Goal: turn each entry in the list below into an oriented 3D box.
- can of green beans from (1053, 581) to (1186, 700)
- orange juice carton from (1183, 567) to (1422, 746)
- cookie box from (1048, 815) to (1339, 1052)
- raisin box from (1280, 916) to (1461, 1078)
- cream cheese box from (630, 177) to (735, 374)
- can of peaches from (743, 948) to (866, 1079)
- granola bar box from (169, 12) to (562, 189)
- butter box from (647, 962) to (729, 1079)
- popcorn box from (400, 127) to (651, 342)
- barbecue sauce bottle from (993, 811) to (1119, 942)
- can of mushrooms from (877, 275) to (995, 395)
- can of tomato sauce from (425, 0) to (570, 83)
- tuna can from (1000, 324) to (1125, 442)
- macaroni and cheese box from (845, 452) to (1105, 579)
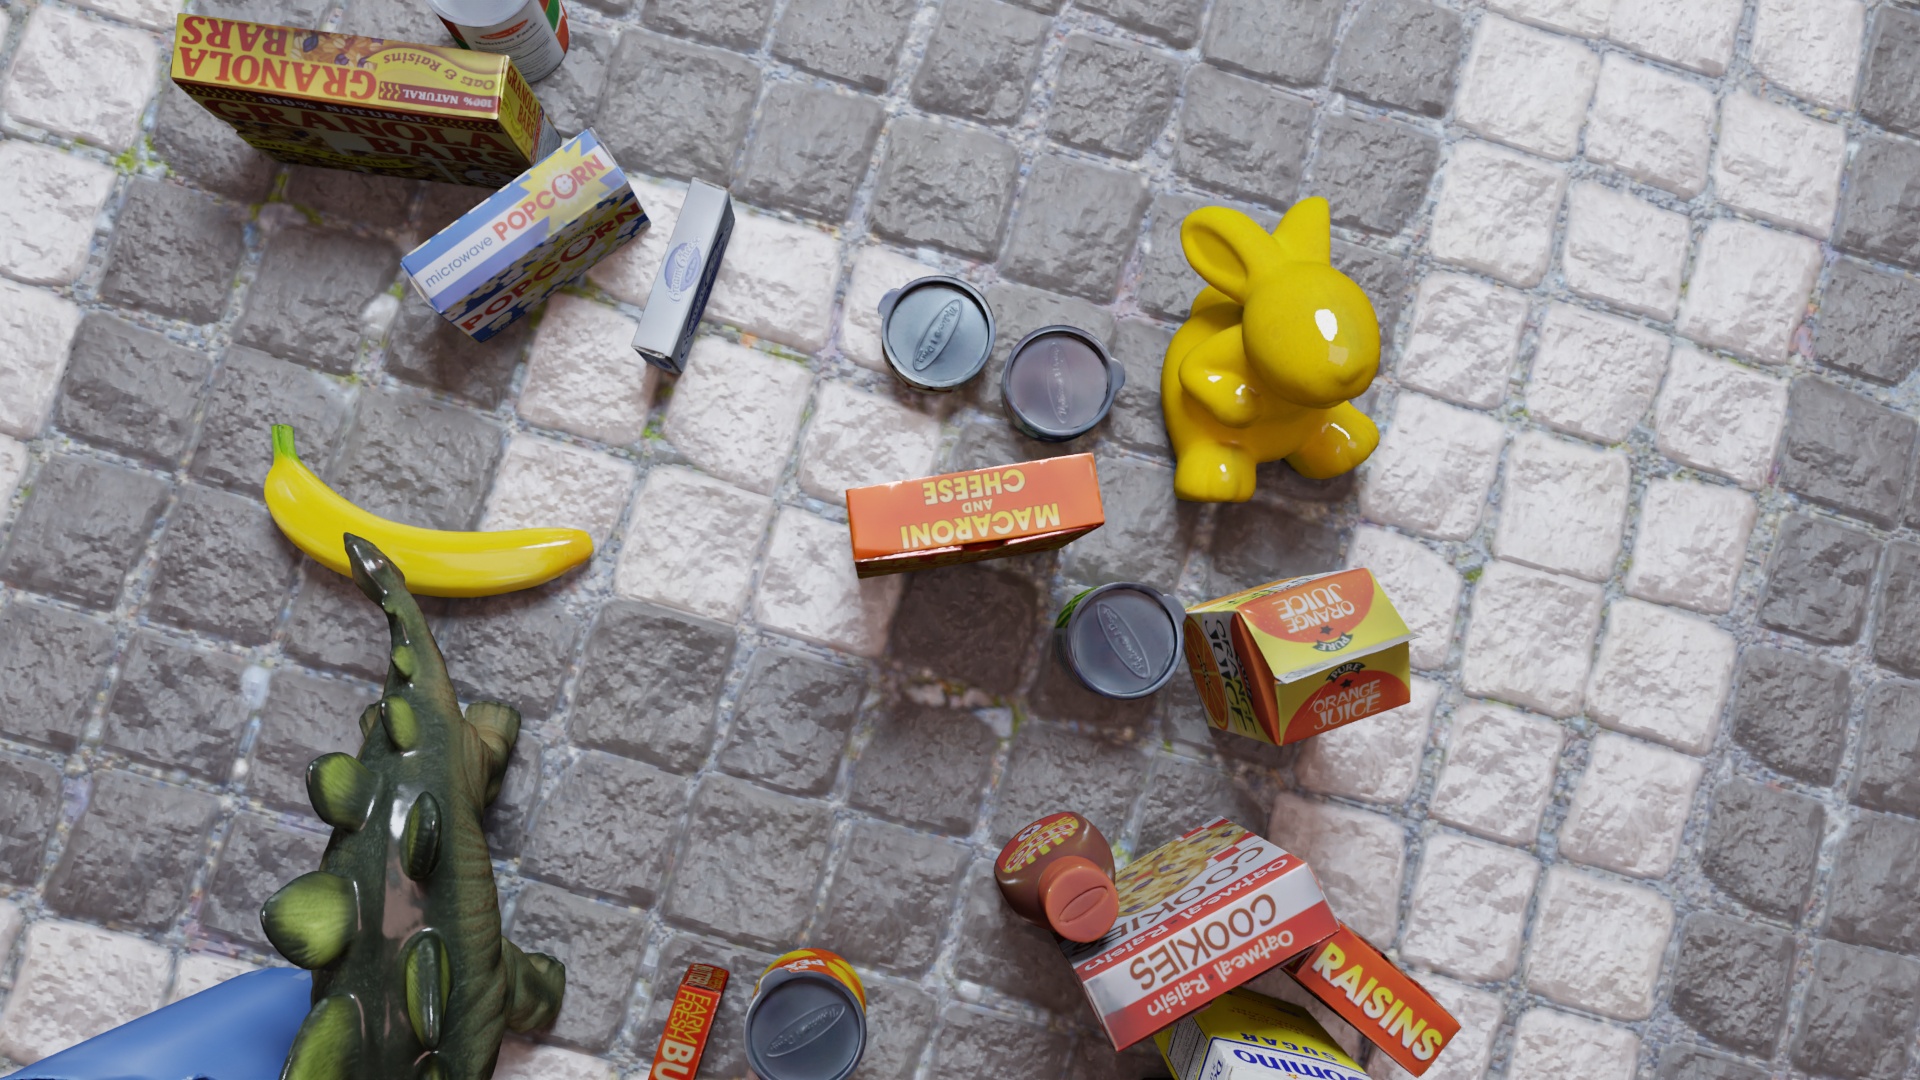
[{"bbox_3d":[0.089,0.057,0.797,0.071,0.058,0.071,0,86,-4],"label":"can of green beans"},{"bbox_3d":[0.176,0.061,0.735,0.072,0.192,0.073,-17,87,-5],"label":"orange juice carton"},{"bbox_3d":[0.114,0.202,0.733,0.123,0.167,0.040,-27,88,-5],"label":"cookie box"},{"bbox_3d":[0.206,0.235,0.758,0.086,0.123,0.040,41,85,0],"label":"raisin box"},{"bbox_3d":[-0.158,-0.150,0.799,0.024,0.053,0.104,19,85,-2],"label":"cream cheese box"},{"bbox_3d":[-0.086,0.263,0.770,0.071,0.058,0.071,0,86,-4],"label":"can of peaches"},{"bbox_3d":[-0.317,-0.234,0.760,0.166,0.124,0.039,6,86,-3],"label":"granola bar box"},{"bbox_3d":[-0.156,0.289,0.765,0.024,0.053,0.103,18,85,-2],"label":"butter box"},{"bbox_3d":[-0.240,-0.168,0.779,0.127,0.085,0.038,-37,89,-6],"label":"popcorn box"},{"bbox_3d":[0.055,0.180,0.740,0.065,0.148,0.043,-33,89,-5],"label":"barbecue sauce bottle"},{"bbox_3d":[-0.016,-0.121,0.816,0.071,0.033,0.071,0,86,-4],"label":"can of mushrooms"},{"bbox_3d":[-0.264,-0.308,0.790,0.071,0.083,0.071,0,86,-4],"label":"can of tomato sauce"},{"bbox_3d":[0.060,-0.092,0.819,0.071,0.033,0.071,0,86,-4],"label":"tuna can"},{"bbox_3d":[0.003,-0.009,0.742,0.124,0.166,0.040,-9,87,-4],"label":"macaroni and cheese box"}]
